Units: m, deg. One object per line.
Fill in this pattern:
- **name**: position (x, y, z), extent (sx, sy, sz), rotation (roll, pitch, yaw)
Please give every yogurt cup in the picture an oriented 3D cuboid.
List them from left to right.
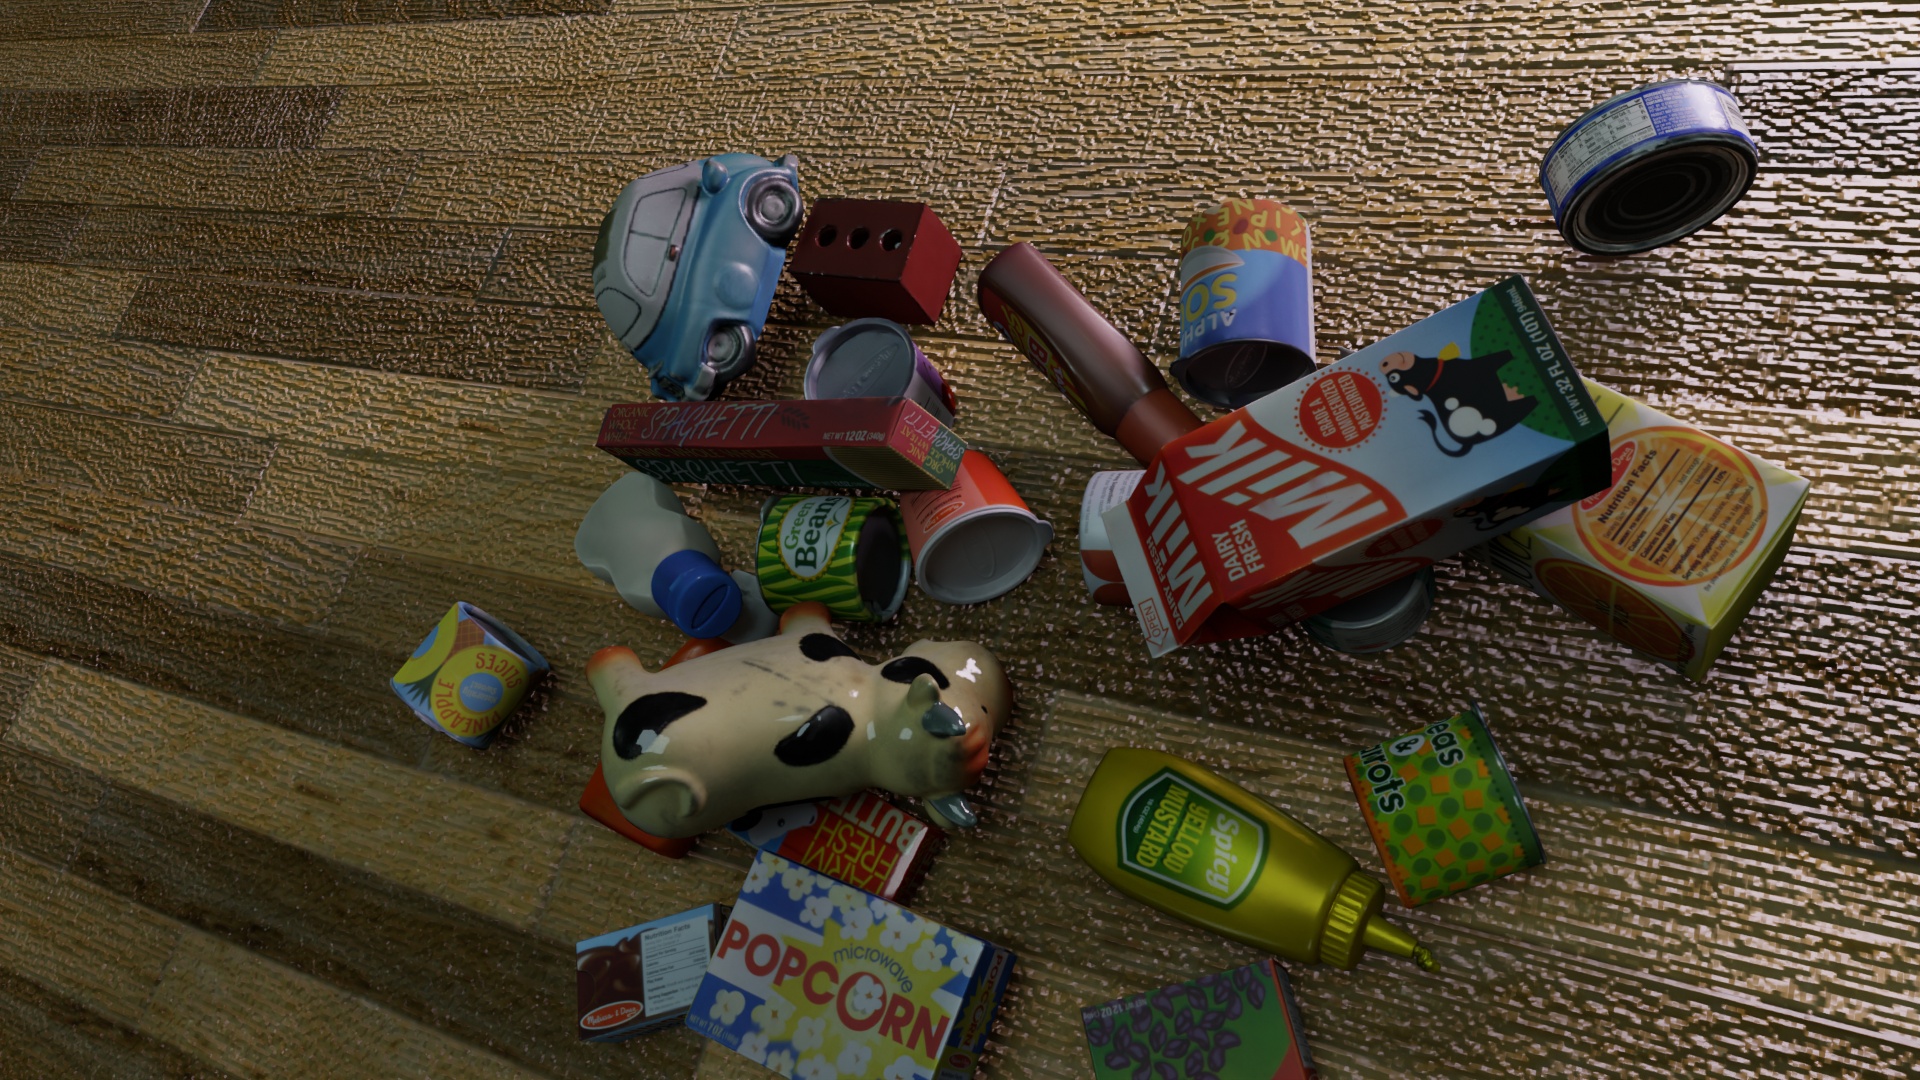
- **yogurt cup**: position (0.003, -0.009, 0.705), extent (0.072, 0.072, 0.054), rotation (-31, 50, 8)

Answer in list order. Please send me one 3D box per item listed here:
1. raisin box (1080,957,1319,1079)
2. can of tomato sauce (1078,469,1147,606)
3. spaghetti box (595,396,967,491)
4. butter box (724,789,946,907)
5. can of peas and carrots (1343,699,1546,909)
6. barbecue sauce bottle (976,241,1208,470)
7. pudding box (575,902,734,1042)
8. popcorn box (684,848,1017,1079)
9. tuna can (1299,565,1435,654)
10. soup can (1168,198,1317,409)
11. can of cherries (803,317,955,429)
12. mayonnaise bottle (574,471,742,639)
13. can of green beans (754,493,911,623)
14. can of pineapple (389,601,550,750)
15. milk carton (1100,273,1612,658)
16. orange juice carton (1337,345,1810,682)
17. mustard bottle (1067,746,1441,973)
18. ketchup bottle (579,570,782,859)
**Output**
- **raisin box**: position (0.106, 0.241, 0.555), extent (0.086, 0.040, 0.124), rotation (-19, 61, 14)
- **can of tomato sauce**: position (0.106, 0.000, 0.655), extent (0.083, 0.071, 0.071), rotation (-1, 67, 24)
- **spaghetti box**: position (-0.105, -0.052, 0.743), extent (0.250, 0.050, 0.029), rotation (4, 67, 42)
- **butter box**: position (-0.062, 0.144, 0.684), extent (0.103, 0.024, 0.053), rotation (22, 77, 31)
- **can of peas and carrots**: position (0.194, 0.106, 0.561), extent (0.058, 0.071, 0.071), rotation (-24, 59, 13)
- **barbecue sauce bottle**: position (0.070, -0.089, 0.715), extent (0.044, 0.064, 0.149), rotation (-40, 66, -4)
- **pudding box**: position (-0.147, 0.214, 0.686), extent (0.083, 0.030, 0.050), rotation (-20, 61, 15)
- **popcorn box**: position (-0.050, 0.199, 0.615), extent (0.127, 0.038, 0.085), rotation (14, 72, 29)
- **tuna can**: position (0.180, 0.014, 0.633), extent (0.071, 0.032, 0.071), rotation (-9, 64, 20)
- **soup can**: position (0.139, -0.117, 0.691), extent (0.071, 0.071, 0.084), rotation (-6, 64, 22)
- **can of cherries**: position (-0.044, -0.081, 0.762), extent (0.071, 0.058, 0.072), rotation (-10, 64, 21)
- **mayonnaise bottle**: position (-0.162, 0.011, 0.753), extent (0.065, 0.041, 0.148), rotation (-52, 36, -4)
- **can of green beans**: position (-0.065, 0.009, 0.724), extent (0.058, 0.071, 0.071), rotation (2, 68, 25)
- **can of pineapple**: position (-0.276, 0.077, 0.785), extent (0.071, 0.071, 0.058), rotation (34, 83, 32)
- **milk carton**: position (0.151, -0.021, 0.556), extent (0.190, 0.073, 0.072), rotation (-25, 66, 18)
- **orange juice carton**: position (0.247, -0.027, 0.599), extent (0.193, 0.071, 0.073), rotation (35, 84, 32)
- **mustard bottle**: position (0.125, 0.141, 0.588), extent (0.160, 0.048, 0.065), rotation (20, 78, 30)
- **ketchup bottle**: position (-0.139, 0.088, 0.733), extent (0.065, 0.043, 0.149), rotation (21, 76, 27)
